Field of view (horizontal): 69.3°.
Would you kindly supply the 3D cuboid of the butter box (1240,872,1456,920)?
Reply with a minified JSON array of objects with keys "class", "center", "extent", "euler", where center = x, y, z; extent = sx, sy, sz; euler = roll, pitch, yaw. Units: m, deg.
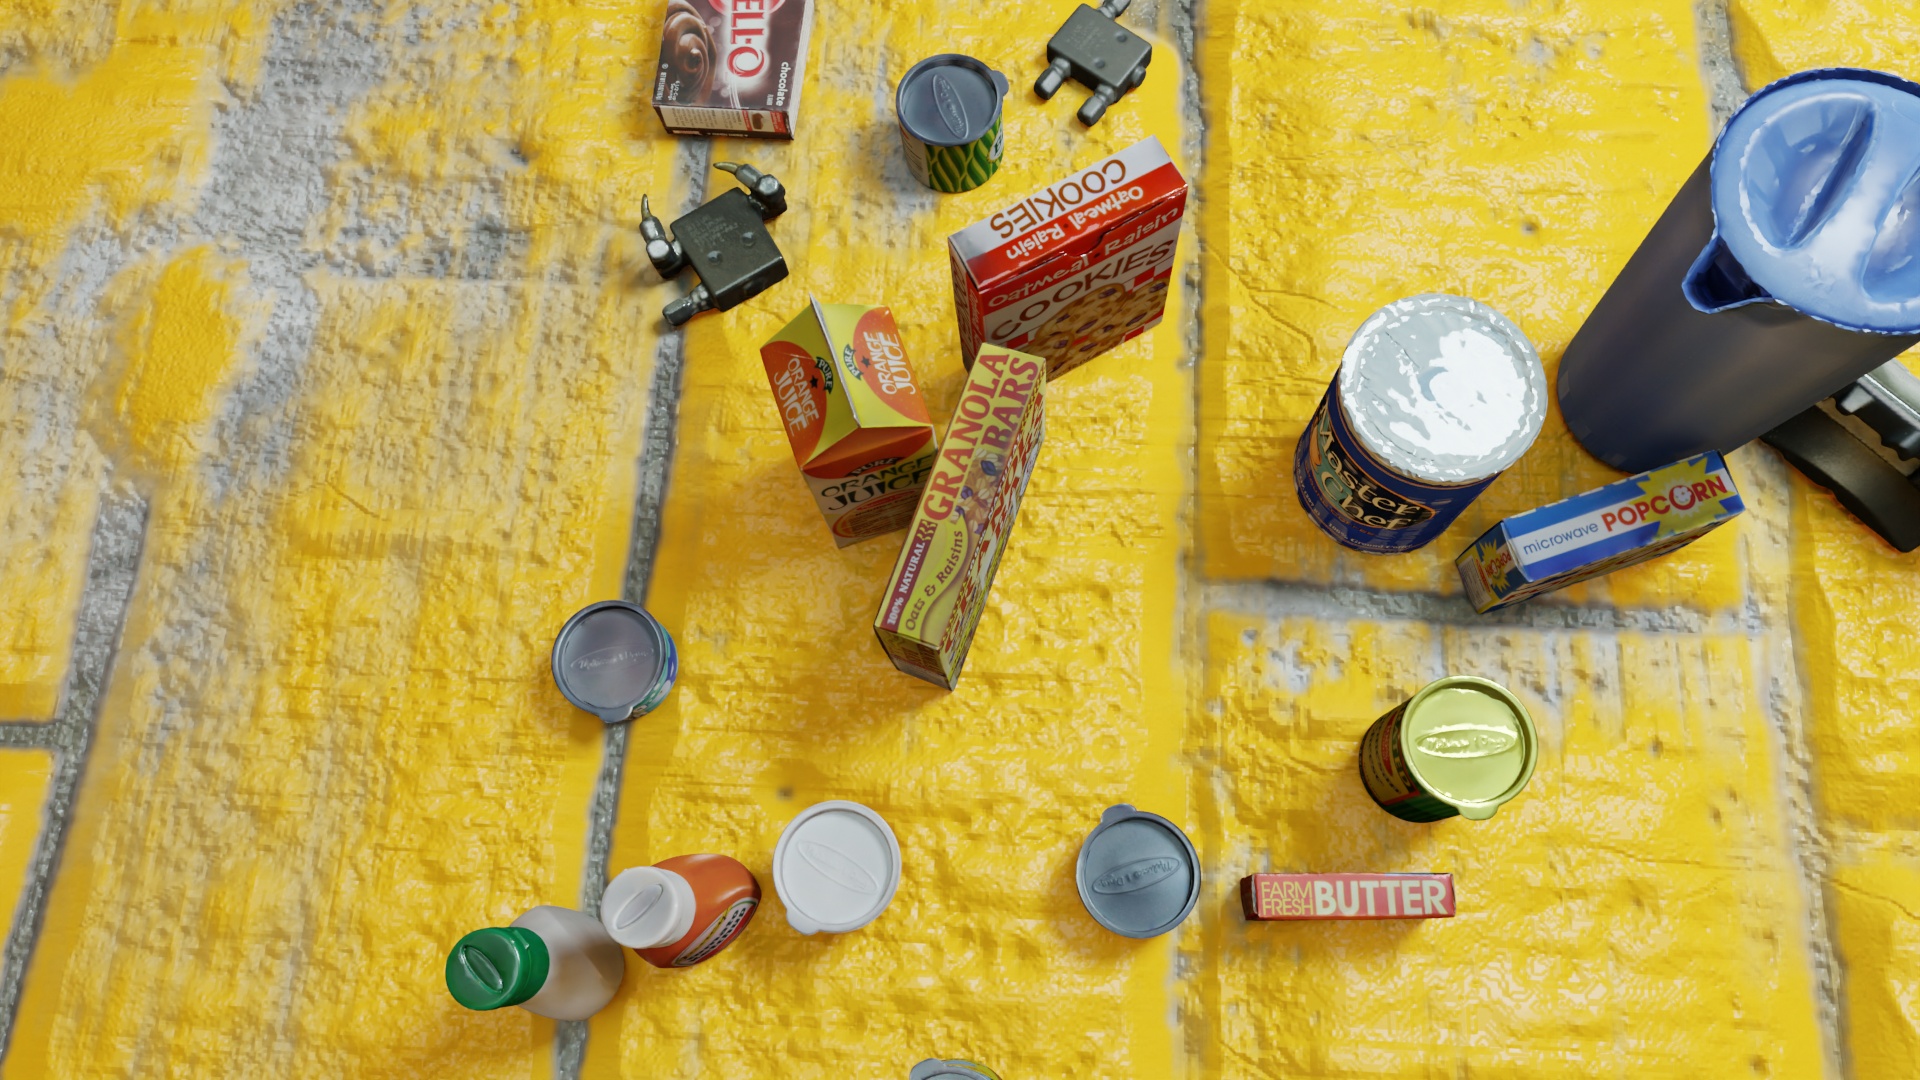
[{"class":"butter box","center":[0.203,0.188,0.734],"extent":[0.103,0.053,0.024],"euler":[-1,74,3]}]

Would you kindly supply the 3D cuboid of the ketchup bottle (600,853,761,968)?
[{"class":"ketchup bottle","center":[-0.144,0.186,0.703],"extent":[0.065,0.148,0.043],"euler":[-44,76,-9]}]

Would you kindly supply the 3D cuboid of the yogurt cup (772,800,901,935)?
[{"class":"yogurt cup","center":[-0.064,0.177,0.751],"extent":[0.072,0.053,0.072],"euler":[-1,74,3]}]

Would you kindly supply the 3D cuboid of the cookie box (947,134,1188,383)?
[{"class":"cookie box","center":[0.060,-0.143,0.781],"extent":[0.123,0.167,0.040],"euler":[-28,74,-5]}]

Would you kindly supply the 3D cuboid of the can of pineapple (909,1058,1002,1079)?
[{"class":"can of pineapple","center":[-0.003,0.299,0.709],"extent":[0.071,0.057,0.071],"euler":[-1,74,3]}]

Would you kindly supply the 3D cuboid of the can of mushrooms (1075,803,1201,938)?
[{"class":"can of mushrooms","center":[0.095,0.179,0.753],"extent":[0.071,0.033,0.071],"euler":[-1,74,3]}]

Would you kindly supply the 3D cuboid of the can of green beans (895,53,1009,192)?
[{"class":"can of green beans","center":[-0.005,-0.262,0.876],"extent":[0.071,0.057,0.071],"euler":[-1,74,3]}]

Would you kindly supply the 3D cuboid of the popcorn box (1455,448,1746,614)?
[{"class":"popcorn box","center":[0.349,-0.003,0.767],"extent":[0.127,0.085,0.038],"euler":[-18,74,-2]}]

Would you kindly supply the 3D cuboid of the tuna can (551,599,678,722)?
[{"class":"tuna can","center":[-0.198,0.072,0.800],"extent":[0.071,0.032,0.071],"euler":[-1,74,3]}]

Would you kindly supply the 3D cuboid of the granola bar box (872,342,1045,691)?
[{"class":"granola bar box","center":[0.003,-0.010,0.766],"extent":[0.039,0.124,0.166],"euler":[18,75,8]}]

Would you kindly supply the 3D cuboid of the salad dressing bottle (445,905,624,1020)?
[{"class":"salad dressing bottle","center":[-0.213,0.213,0.699],"extent":[0.044,0.147,0.064],"euler":[-44,76,-9]}]

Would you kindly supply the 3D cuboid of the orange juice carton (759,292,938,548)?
[{"class":"orange juice carton","center":[-0.056,-0.063,0.749],"extent":[0.073,0.192,0.072],"euler":[-19,74,-2]}]

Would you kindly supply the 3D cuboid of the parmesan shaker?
[{"class":"parmesan shaker","center":[0.252,0.115,0.727],"extent":[0.071,0.103,0.071],"euler":[-1,74,3]}]
